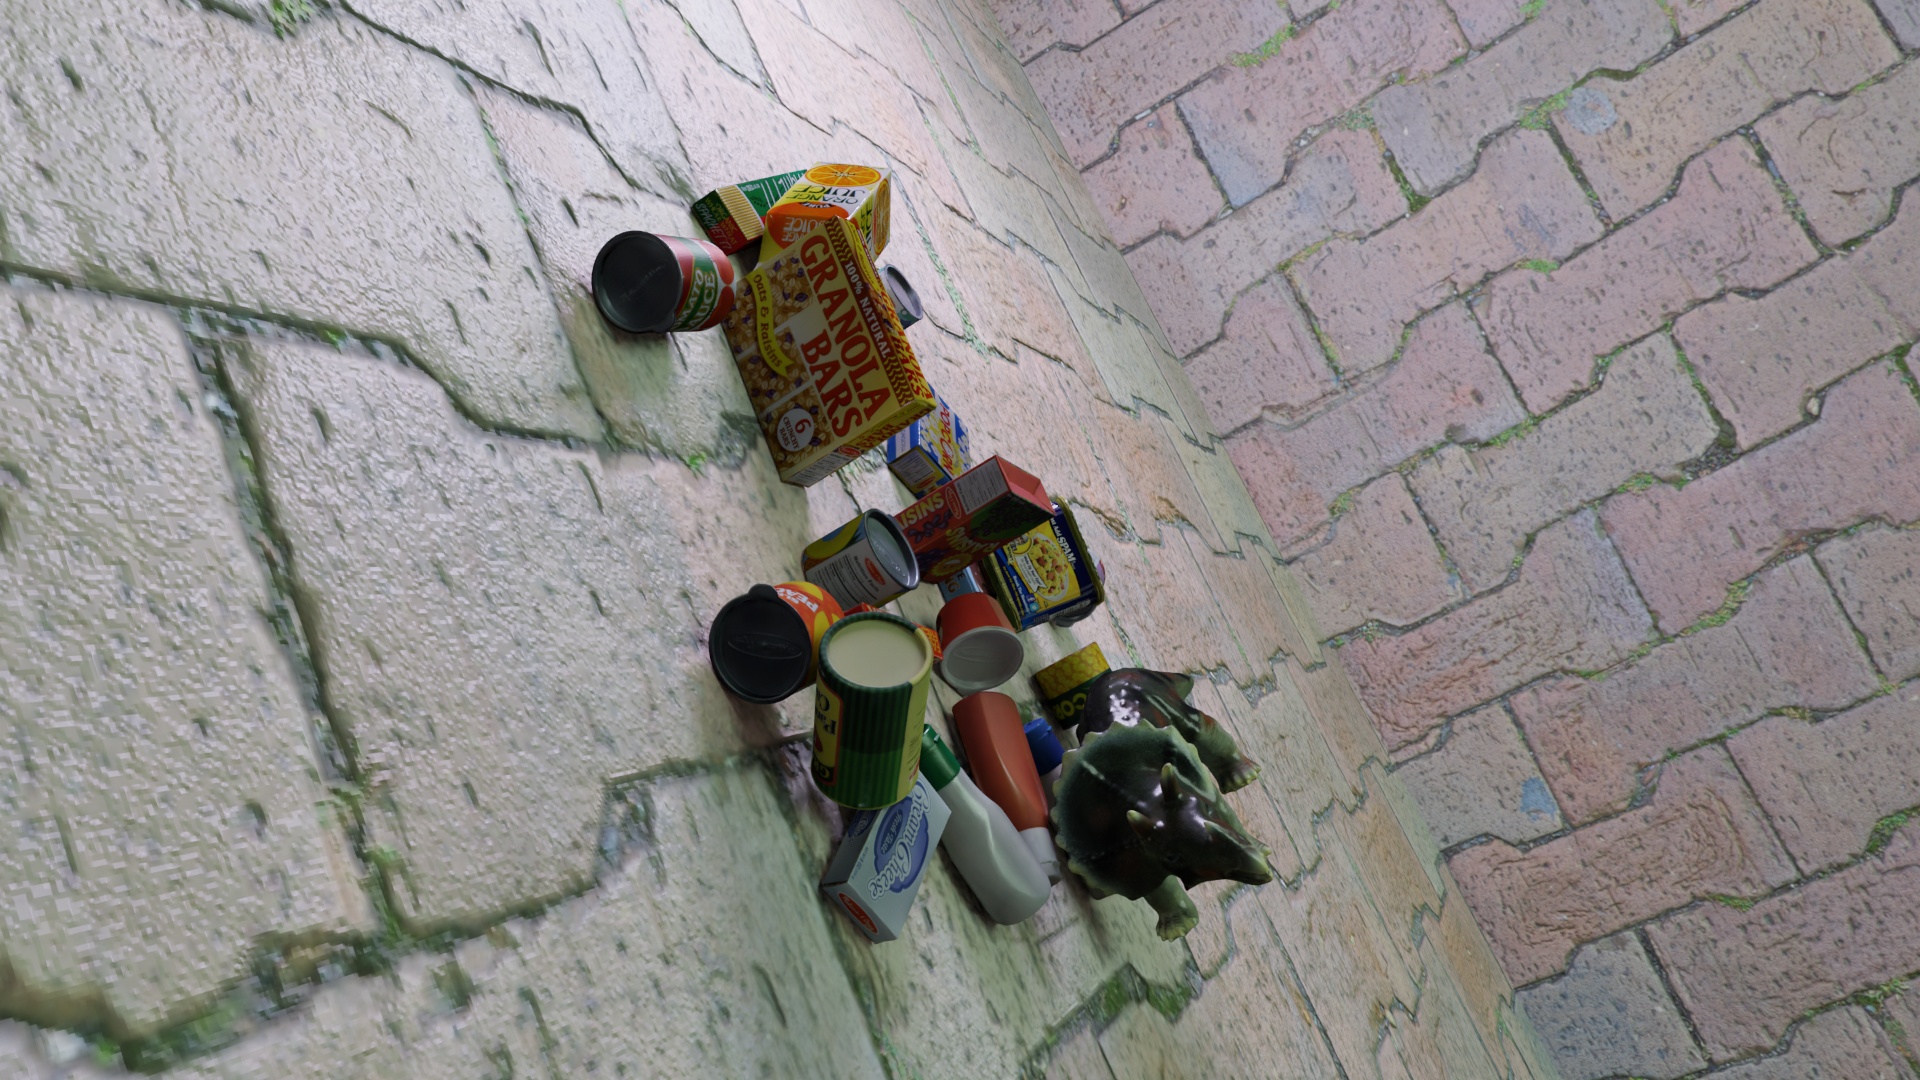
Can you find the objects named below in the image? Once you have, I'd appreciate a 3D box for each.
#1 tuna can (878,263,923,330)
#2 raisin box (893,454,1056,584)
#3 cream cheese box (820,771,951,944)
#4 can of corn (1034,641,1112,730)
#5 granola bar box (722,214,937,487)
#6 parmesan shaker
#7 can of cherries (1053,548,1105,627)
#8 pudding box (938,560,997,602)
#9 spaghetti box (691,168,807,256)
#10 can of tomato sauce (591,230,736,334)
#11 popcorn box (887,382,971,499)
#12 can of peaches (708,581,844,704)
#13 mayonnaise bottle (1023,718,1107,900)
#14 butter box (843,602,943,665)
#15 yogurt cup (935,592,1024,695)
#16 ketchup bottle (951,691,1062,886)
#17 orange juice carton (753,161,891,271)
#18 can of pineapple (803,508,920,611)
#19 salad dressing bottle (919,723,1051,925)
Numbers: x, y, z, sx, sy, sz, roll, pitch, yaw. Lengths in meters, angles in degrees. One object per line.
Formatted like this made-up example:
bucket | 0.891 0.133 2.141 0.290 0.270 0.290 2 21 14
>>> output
tuna can | -0.069 -0.245 1.415 0.071 0.032 0.071 50 22 -28
raisin box | 0.004 -0.014 1.129 0.086 0.123 0.040 24 40 -60
cream cheese box | -0.043 0.185 0.839 0.053 0.024 0.104 54 36 -22
can of corn | 0.107 0.133 1.267 0.058 0.071 0.071 62 19 6
granola bar box | -0.103 -0.141 1.042 0.039 0.124 0.166 17 47 -62
parmesan shaker | -0.053 0.098 0.818 0.072 0.071 0.102 -96 -170 -50
can of cherries | 0.111 0.045 1.404 0.071 0.071 0.058 58 18 -8
pudding box | -0.004 0.018 1.206 0.049 0.030 0.084 15 48 -66
spaghetti box | -0.171 -0.296 1.238 0.050 0.028 0.251 58 19 -10
can of tomato sauce | -0.197 -0.172 0.938 0.071 0.071 0.083 61 18 1
popcorn box | -0.028 -0.087 1.282 0.085 0.038 0.127 46 24 -32
can of peaches | -0.107 0.057 0.831 0.071 0.071 0.058 62 18 4
mayonnaise bottle | 0.091 0.218 1.141 0.148 0.041 0.065 59 18 -1
butter box | -0.059 0.073 0.954 0.103 0.053 0.024 28 39 -57
yogurt cup | 0.012 0.079 1.110 0.072 0.072 0.054 45 16 -38
ketchup bottle | 0.038 0.189 1.045 0.064 0.043 0.149 31 34 -53
orange juice carton | -0.116 -0.265 1.206 0.194 0.072 0.072 -69 164 -57
can of pineapple | -0.070 0.018 0.996 0.071 0.057 0.071 50 21 -28
salad dressing bottle | 0.005 0.195 0.957 0.147 0.044 0.064 56 20 -9
